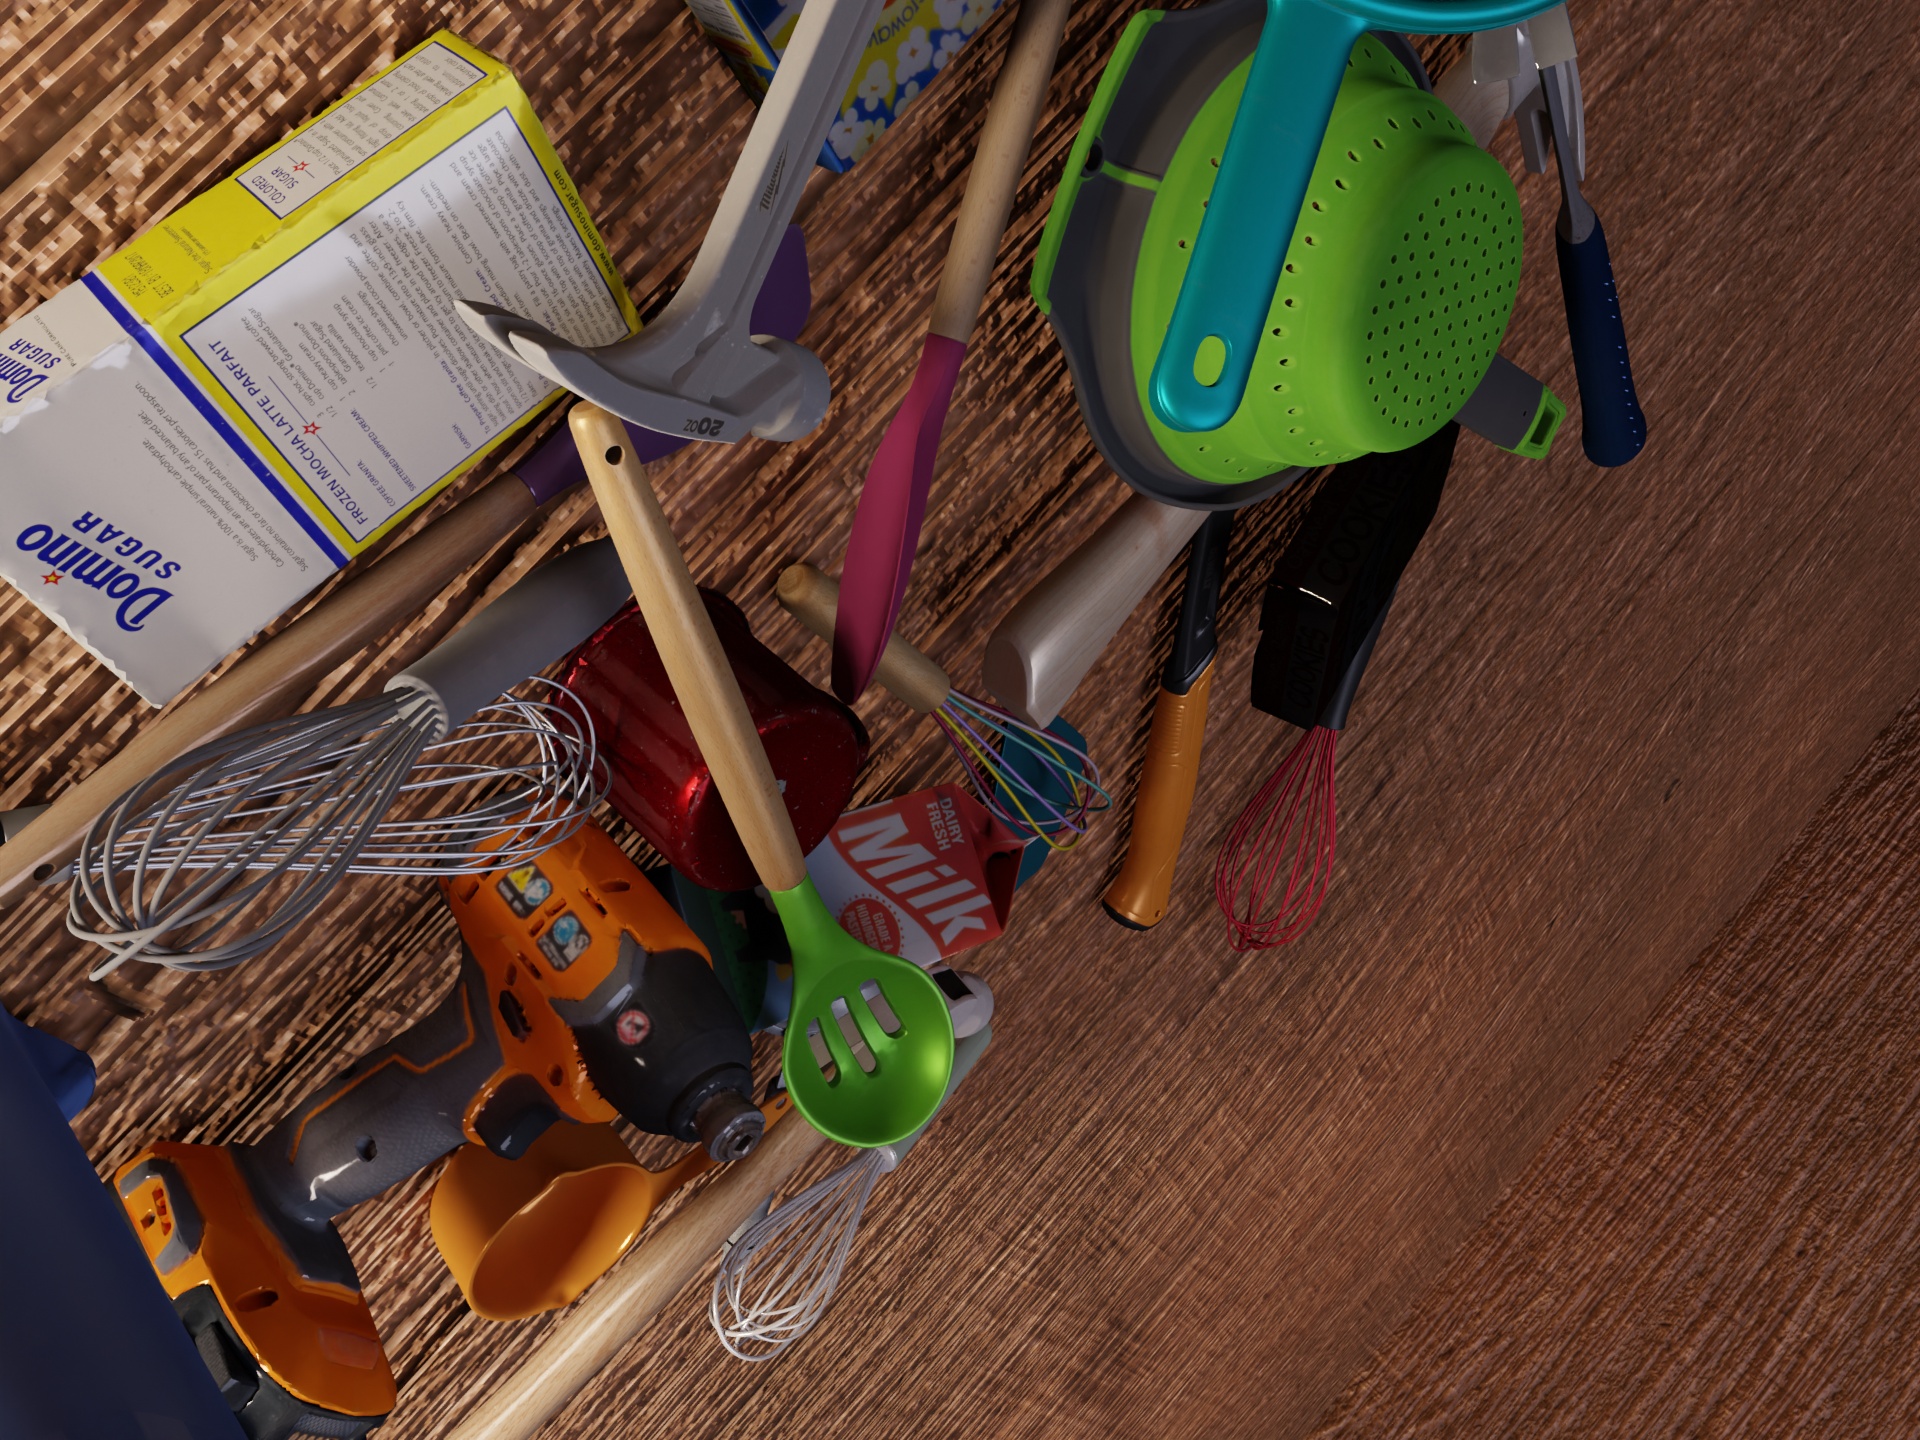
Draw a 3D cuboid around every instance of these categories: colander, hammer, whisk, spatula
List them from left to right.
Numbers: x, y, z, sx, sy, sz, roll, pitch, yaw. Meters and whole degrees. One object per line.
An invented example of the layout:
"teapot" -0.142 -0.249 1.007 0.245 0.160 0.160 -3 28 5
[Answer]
"whisk" -0.236 0.031 0.467 0.284 0.070 0.070 -10 128 -38
"whisk" -0.159 -0.002 0.465 0.239 0.055 0.055 -53 158 -53
"spatula" -0.153 -0.054 0.483 0.316 0.018 0.059 -45 155 -27
"hammer" -0.120 0.228 0.693 0.331 0.031 0.130 -45 164 4
"whisk" -0.048 0.228 0.820 0.246 0.058 0.059 -44 113 -48
"spatula" -0.038 0.131 0.815 0.317 0.044 0.082 -51 145 6
"hammer" -0.009 -0.241 0.404 0.359 0.037 0.149 -64 164 12
"whisk" -0.001 -0.001 0.703 0.244 0.051 0.047 39 73 -48
"hammer" 0.125 -0.016 0.861 0.127 0.034 0.336 -25 137 -33
"hammer" 0.151 -0.161 0.715 0.410 0.038 0.146 -52 139 -8
"whisk" 0.221 0.019 0.989 0.073 0.073 0.295 -9 121 -45
"colander" 0.198 -0.158 0.661 0.396 0.095 0.204 9 107 -48
"hammer" 0.274 -0.226 0.714 0.405 0.035 0.144 40 49 -55

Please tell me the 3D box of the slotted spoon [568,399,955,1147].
"slotted spoon" -0.065 0.033 0.536 0.070 0.031 0.313 -33 128 -20

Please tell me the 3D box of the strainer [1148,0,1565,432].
"strainer" 0.110 -0.256 0.509 0.211 0.095 0.340 16 95 -15

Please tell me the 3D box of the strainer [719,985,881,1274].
"strainer" -0.081 0.176 0.772 0.086 0.050 0.258 4 118 -28

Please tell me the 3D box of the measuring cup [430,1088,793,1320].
"measuring cup" -0.151 0.192 0.708 0.173 0.052 0.095 -25 139 -35

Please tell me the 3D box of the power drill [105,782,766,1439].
"power drill" -0.177 0.148 0.542 0.226 0.164 0.084 -46 146 -6

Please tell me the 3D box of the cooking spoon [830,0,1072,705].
"cooking spoon" 0.003 -0.157 0.551 0.017 0.069 0.319 13 100 -21
